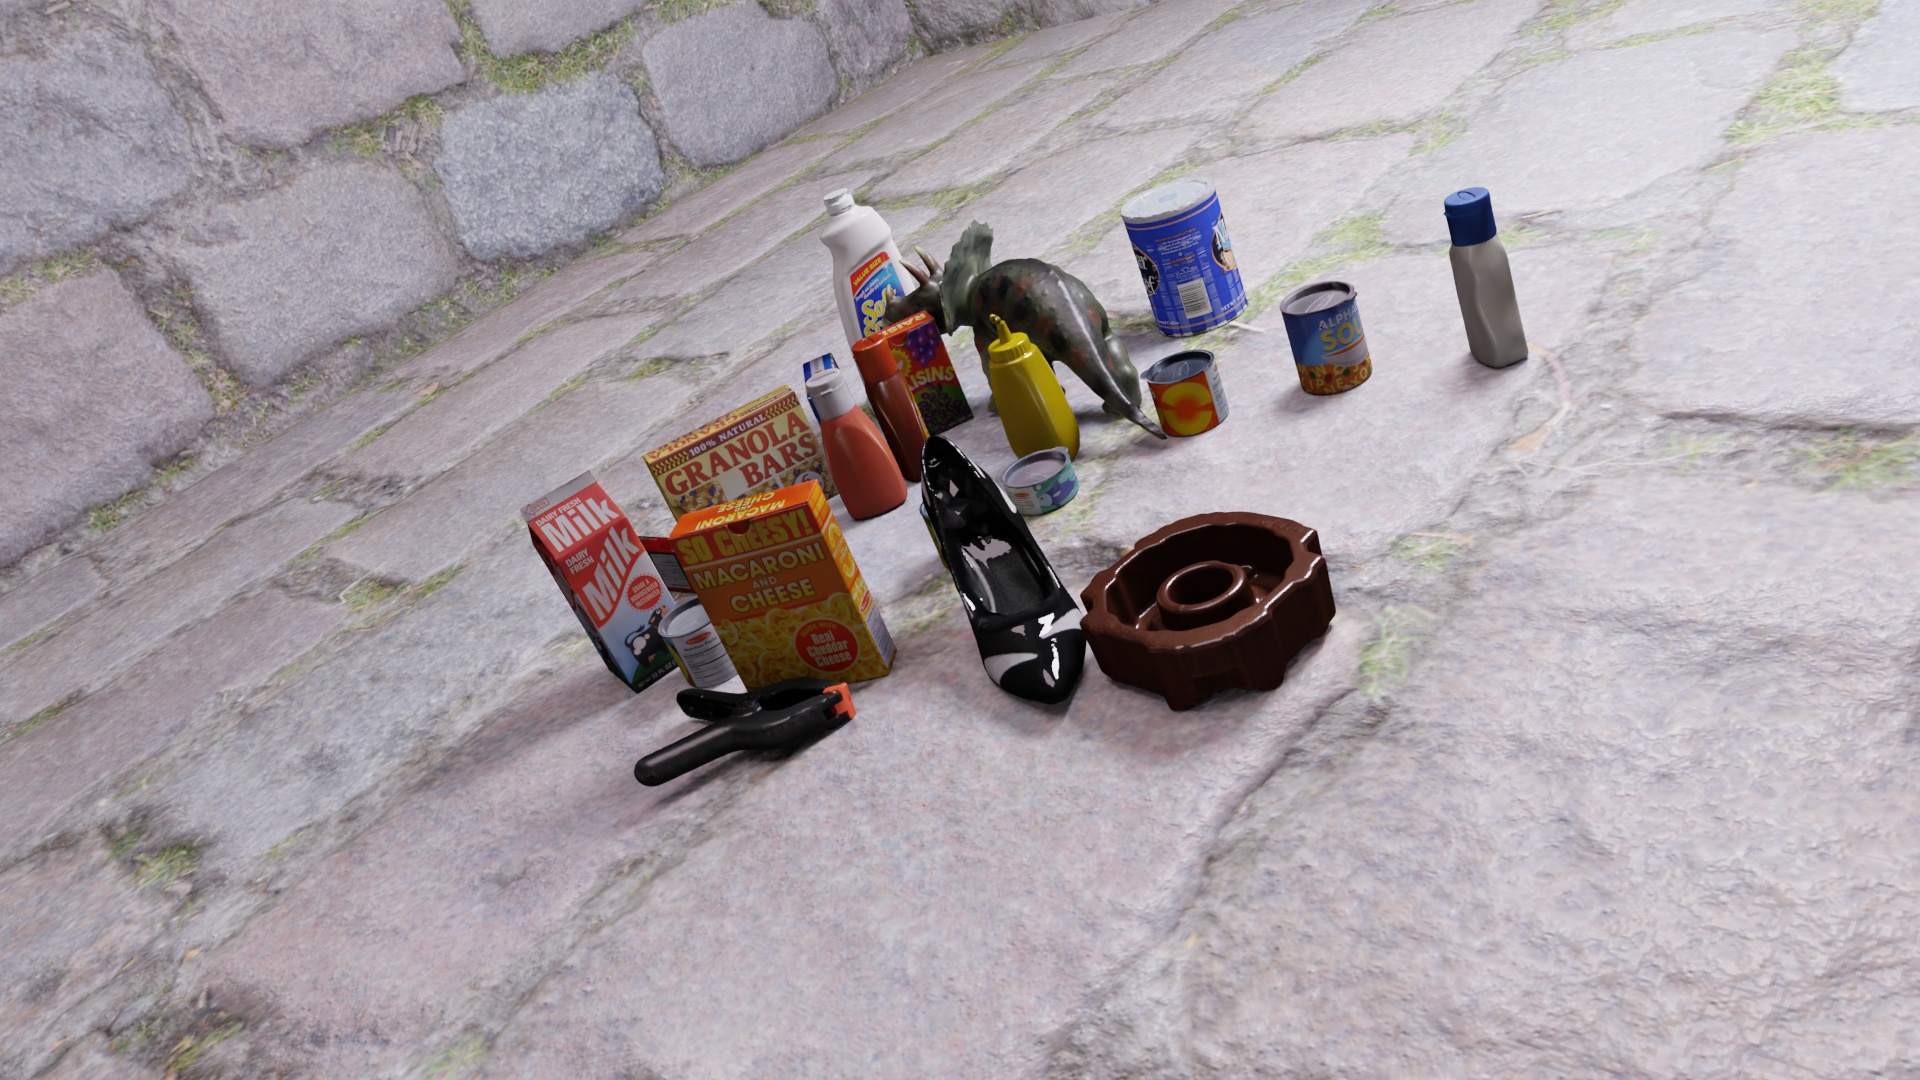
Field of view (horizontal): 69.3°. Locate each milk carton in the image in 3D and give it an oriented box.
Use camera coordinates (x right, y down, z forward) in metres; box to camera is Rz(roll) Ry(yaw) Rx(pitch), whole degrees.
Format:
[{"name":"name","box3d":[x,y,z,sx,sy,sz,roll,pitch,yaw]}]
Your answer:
[{"name":"milk carton","box3d":[-0.314,0.034,1.232,0.072,0.189,0.073,-35,28,-22]}]

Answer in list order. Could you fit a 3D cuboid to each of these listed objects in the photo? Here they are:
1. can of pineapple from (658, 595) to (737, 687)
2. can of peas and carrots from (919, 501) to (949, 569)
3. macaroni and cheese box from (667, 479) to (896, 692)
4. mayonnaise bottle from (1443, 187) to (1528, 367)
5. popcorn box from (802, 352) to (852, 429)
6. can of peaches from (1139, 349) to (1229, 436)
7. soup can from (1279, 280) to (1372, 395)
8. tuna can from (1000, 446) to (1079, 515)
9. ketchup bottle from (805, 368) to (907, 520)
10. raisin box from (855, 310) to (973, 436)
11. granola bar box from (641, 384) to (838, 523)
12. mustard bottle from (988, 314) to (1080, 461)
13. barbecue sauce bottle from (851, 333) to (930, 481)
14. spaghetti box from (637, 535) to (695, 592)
[{"name":"can of pineapple","box3d":[-0.221,0.085,1.212,0.071,0.057,0.071,-18,27,9]},{"name":"can of peas and carrots","box3d":[0.004,-0.015,1.224,0.071,0.058,0.071,-18,27,9]},{"name":"macaroni and cheese box","box3d":[-0.139,0.044,1.103,0.123,0.165,0.040,-14,27,17]},{"name":"mayonnaise bottle","box3d":[0.440,-0.222,1.170,0.041,0.147,0.065,-21,26,4]},{"name":"popcorn box","box3d":[-0.142,-0.150,1.560,0.038,0.085,0.127,-22,26,2]},{"name":"can of peaches","box3d":[0.209,-0.137,1.292,0.071,0.058,0.071,-18,27,9]},{"name":"soup can","box3d":[0.333,-0.182,1.252,0.071,0.083,0.072,-18,27,9]},{"name":"tuna can","box3d":[0.075,-0.054,1.271,0.071,0.032,0.071,-18,27,9]},{"name":"ketchup bottle","box3d":[-0.106,-0.095,1.356,0.065,0.148,0.044,-21,26,4]},{"name":"raisin box","box3d":[-0.049,-0.171,1.484,0.086,0.123,0.040,-25,26,-4]},{"name":"granola bar box","box3d":[-0.222,-0.068,1.425,0.166,0.123,0.039,-29,27,-12]},{"name":"mustard bottle","box3d":[0.062,-0.143,1.304,0.065,0.159,0.049,-1,33,37]},{"name":"barbecue sauce bottle","box3d":[-0.066,-0.135,1.400,0.044,0.148,0.065,-26,26,-7]},{"name":"spaghetti box","box3d":[-0.243,0.026,1.349,0.250,0.050,0.029,2,35,40]}]
